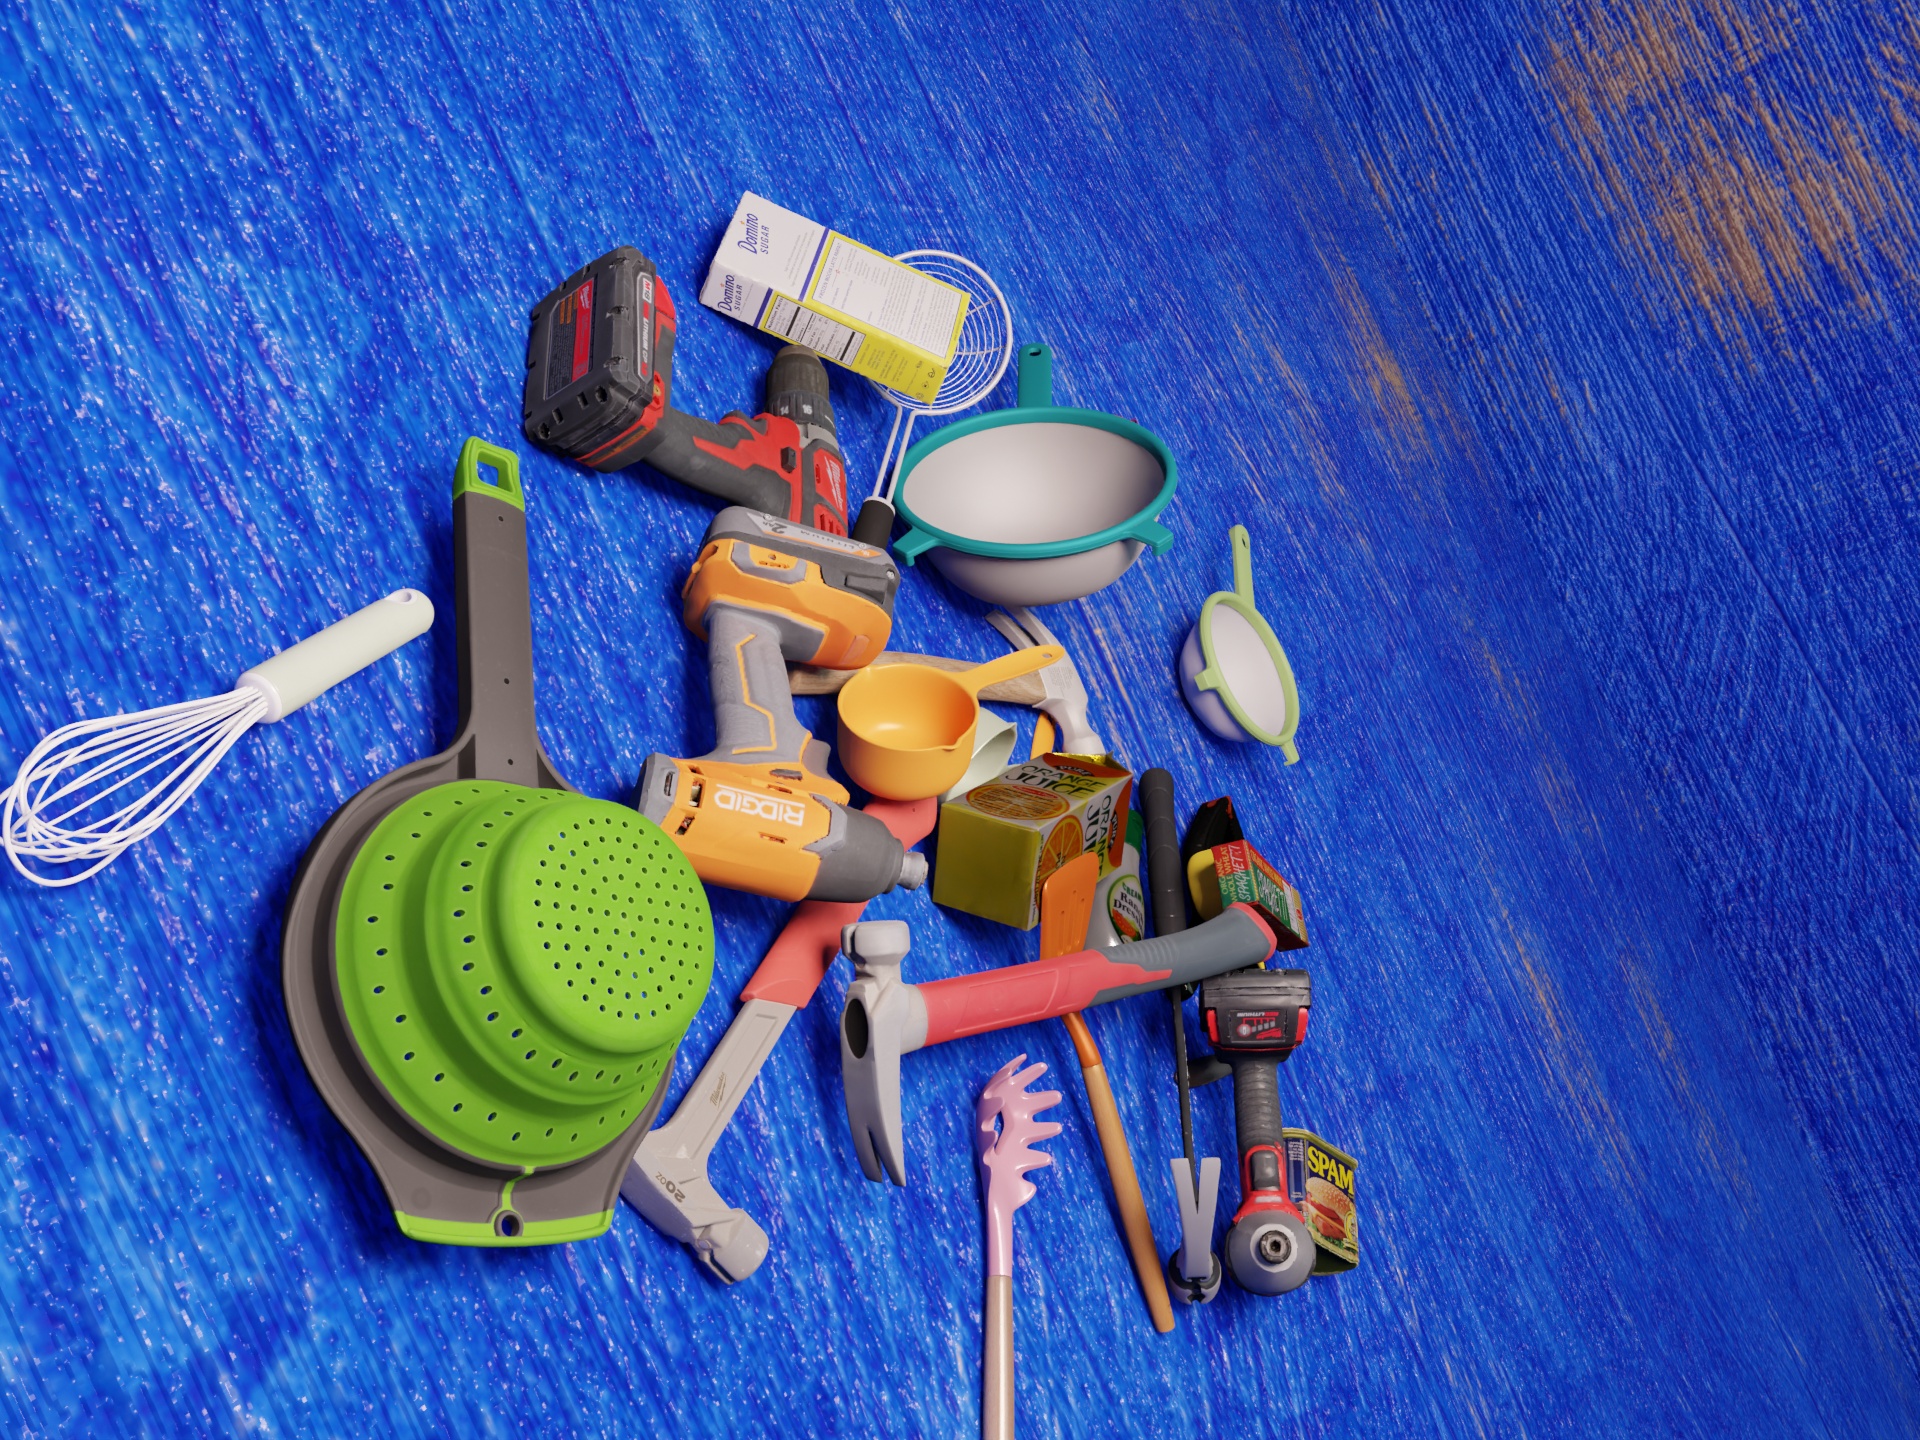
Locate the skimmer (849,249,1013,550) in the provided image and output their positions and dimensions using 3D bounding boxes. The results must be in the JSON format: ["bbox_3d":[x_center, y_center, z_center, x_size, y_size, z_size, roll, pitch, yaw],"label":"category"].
[{"bbox_3d":[-0.040,-0.207,1.127,0.127,0.090,0.364,19,43,-8],"label":"skimmer"}]

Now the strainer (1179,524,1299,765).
[{"bbox_3d":[0.246,-0.079,1.489,0.151,0.069,0.257,37,41,-33],"label":"strainer"}]

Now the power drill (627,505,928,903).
[{"bbox_3d":[-0.092,-0.001,0.899,0.164,0.084,0.227,15,52,-15],"label":"power drill"}]

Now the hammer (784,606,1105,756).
[{"bbox_3d":[-0.013,-0.032,1.116,0.331,0.031,0.130,3,62,-53],"label":"hammer"}]

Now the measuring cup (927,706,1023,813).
[{"bbox_3d":[0.014,0.028,1.108,0.038,0.083,0.167,37,7,16],"label":"measuring cup"}]

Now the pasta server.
[{"bbox_3d":[0.028,0.351,0.923,0.060,0.040,0.316,35,44,-40],"label":"pasta server"}]

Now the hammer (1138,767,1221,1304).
[{"bbox_3d":[0.156,0.197,1.160,0.149,0.036,0.409,82,6,-47],"label":"hammer"}]

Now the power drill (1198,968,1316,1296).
[{"bbox_3d":[0.214,0.293,1.132,0.143,0.078,0.220,70,19,-68],"label":"power drill"}]

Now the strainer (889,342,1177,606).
[{"bbox_3d":[0.058,-0.185,1.240,0.341,0.211,0.095,-86,172,-53],"label":"strainer"}]

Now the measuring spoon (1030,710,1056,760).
[{"bbox_3d":[0.064,0.028,1.210,0.021,0.011,0.117,46,37,-28],"label":"measuring spoon"}]

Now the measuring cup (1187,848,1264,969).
[{"bbox_3d":[0.211,0.158,1.255,0.156,0.029,0.062,60,23,-44],"label":"measuring cup"}]

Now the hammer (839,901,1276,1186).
[{"bbox_3d":[0.079,0.178,0.996,0.386,0.038,0.143,-2,87,-46],"label":"hammer"}]

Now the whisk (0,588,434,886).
[{"bbox_3d":[-0.306,-0.005,0.680,0.246,0.058,0.059,-51,147,-58],"label":"whisk"}]

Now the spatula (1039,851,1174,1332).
[{"bbox_3d":[0.101,0.251,1.056,0.081,0.041,0.322,-18,93,-58],"label":"spatula"}]

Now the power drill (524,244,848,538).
[{"bbox_3d":[-0.154,-0.197,0.991,0.226,0.080,0.188,31,46,-46],"label":"power drill"}]

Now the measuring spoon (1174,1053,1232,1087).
[{"bbox_3d":[0.199,0.271,1.248,0.124,0.018,0.034,0,77,-48],"label":"measuring spoon"}]

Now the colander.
[{"bbox_3d":[-0.187,0.025,0.720,0.204,0.094,0.397,19,54,-47],"label":"colander"}]

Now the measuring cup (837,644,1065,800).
[{"bbox_3d":[-0.002,-0.003,1.016,0.173,0.052,0.095,-22,46,-34],"label":"measuring cup"}]

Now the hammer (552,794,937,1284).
[{"bbox_3d":[-0.096,0.127,0.894,0.149,0.036,0.359,54,34,-17],"label":"hammer"}]

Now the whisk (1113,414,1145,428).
[{"bbox_3d":[0.101,-0.190,1.372,0.073,0.073,0.296,56,40,-15],"label":"whisk"}]
